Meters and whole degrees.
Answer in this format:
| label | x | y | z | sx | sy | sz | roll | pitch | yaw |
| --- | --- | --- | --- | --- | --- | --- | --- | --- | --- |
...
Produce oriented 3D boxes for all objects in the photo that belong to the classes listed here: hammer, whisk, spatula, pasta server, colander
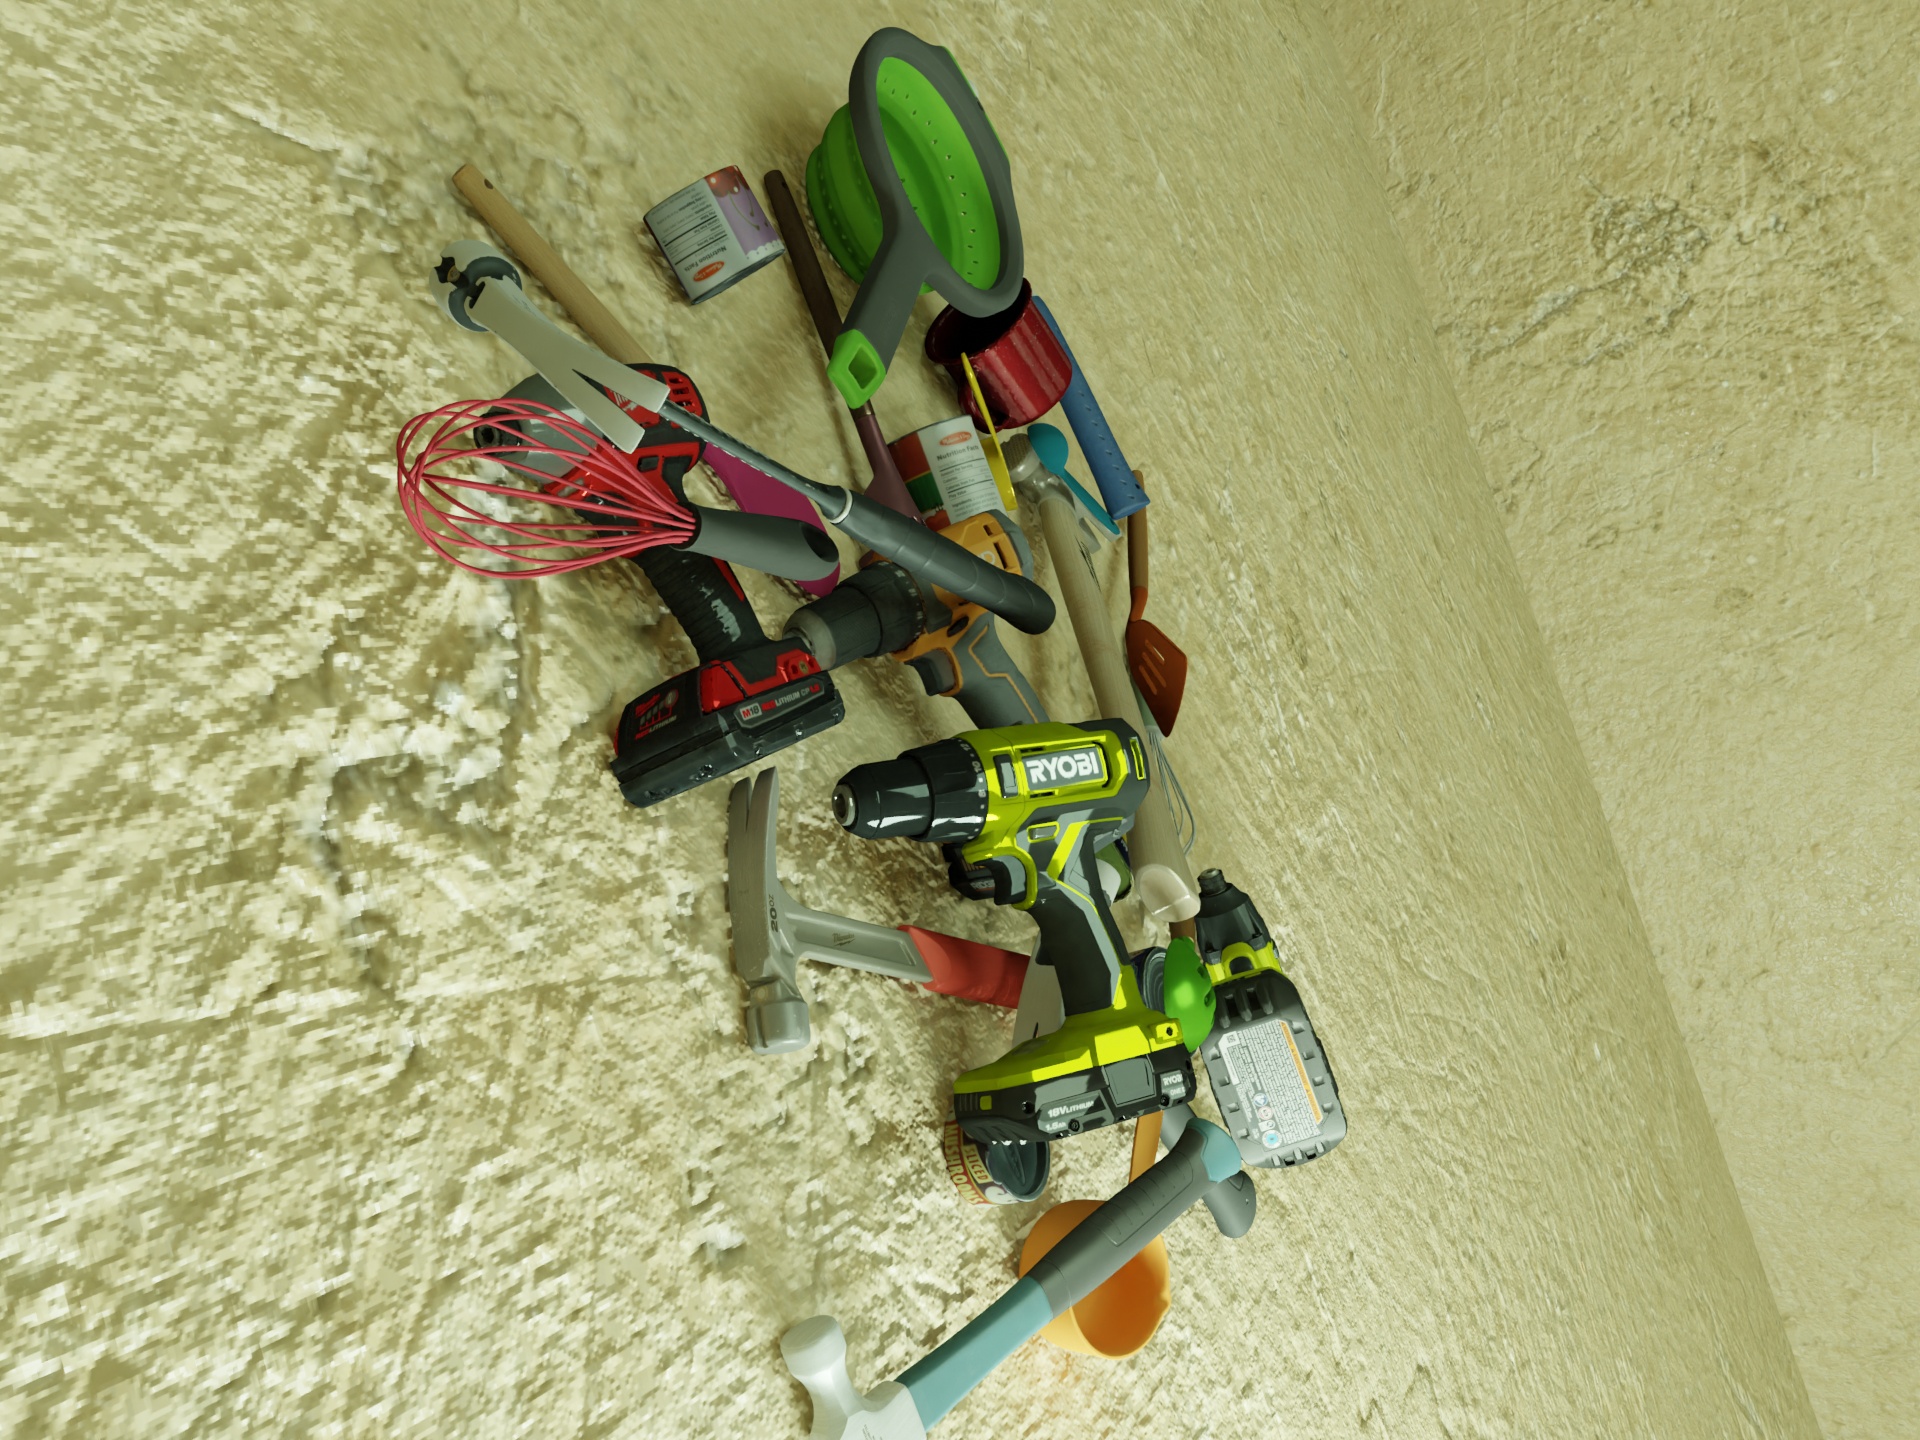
| label | x | y | z | sx | sy | sz | roll | pitch | yaw |
| --- | --- | --- | --- | --- | --- | --- | --- | --- | --- |
| hammer | 0.112 | -0.032 | 1.159 | 0.146 | 0.038 | 0.411 | 36 | 32 | -44 |
| hammer | 0.049 | 0.305 | 0.862 | 0.331 | 0.033 | 0.128 | -23 | 96 | -43 |
| hammer | -0.005 | 0.138 | 0.955 | 0.358 | 0.037 | 0.149 | 23 | 54 | -50 |
| whisk | 0.152 | 0.018 | 1.266 | 0.057 | 0.059 | 0.247 | 56 | 27 | -45 |
| hammer | 0.127 | 0.251 | 1.055 | 0.334 | 0.035 | 0.146 | 57 | 44 | -36 |
| hammer | 0.048 | -0.351 | 1.295 | 0.144 | 0.035 | 0.405 | -22 | 85 | -59 |
| spatula | 0.158 | -0.119 | 1.332 | 0.323 | 0.041 | 0.081 | -84 | -178 | -49 |
| hammer | -0.070 | -0.115 | 0.811 | 0.149 | 0.036 | 0.408 | 41 | 11 | 38 |
| pasta server | -0.079 | -0.222 | 1.063 | 0.060 | 0.040 | 0.316 | -8 | 75 | -59 |
| whisk | -0.139 | -0.092 | 0.725 | 0.295 | 0.073 | 0.073 | 3 | 70 | -62 |
| colander | -0.059 | -0.318 | 1.074 | 0.204 | 0.094 | 0.397 | 54 | 34 | -32 |

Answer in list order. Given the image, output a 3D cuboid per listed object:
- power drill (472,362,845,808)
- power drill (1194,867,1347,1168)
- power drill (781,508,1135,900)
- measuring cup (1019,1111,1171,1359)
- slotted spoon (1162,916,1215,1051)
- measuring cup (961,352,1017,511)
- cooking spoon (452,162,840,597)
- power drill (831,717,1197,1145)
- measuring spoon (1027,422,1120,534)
| label | x | y | z | sx | sy | sz | roll | pitch | yaw |
| --- | --- | --- | --- | --- | --- | --- | --- | --- | --- |
| power drill | -0.157 | -0.076 | 0.806 | 0.143 | 0.078 | 0.219 | -24 | 91 | -59 |
| power drill | 0.215 | 0.213 | 1.167 | 0.223 | 0.080 | 0.171 | -66 | 135 | -77 |
| power drill | -0.002 | -0.003 | 0.986 | 0.185 | 0.084 | 0.226 | -28 | 97 | -40 |
| measuring cup | 0.086 | 0.292 | 0.960 | 0.095 | 0.052 | 0.174 | 35 | 57 | -32 |
| slotted spoon | 0.156 | 0.148 | 1.119 | 0.314 | 0.031 | 0.070 | -65 | 140 | -76 |
| measuring cup | 0.010 | -0.204 | 1.136 | 0.156 | 0.029 | 0.062 | 64 | 10 | -57 |
| cooking spoon | -0.168 | -0.184 | 0.904 | 0.318 | 0.017 | 0.069 | 48 | 36 | -33 |
| power drill | 0.033 | 0.114 | 0.890 | 0.190 | 0.080 | 0.228 | -7 | 79 | -31 |
| measuring spoon | 0.096 | -0.188 | 1.239 | 0.128 | 0.021 | 0.042 | 41 | 29 | -38 |
